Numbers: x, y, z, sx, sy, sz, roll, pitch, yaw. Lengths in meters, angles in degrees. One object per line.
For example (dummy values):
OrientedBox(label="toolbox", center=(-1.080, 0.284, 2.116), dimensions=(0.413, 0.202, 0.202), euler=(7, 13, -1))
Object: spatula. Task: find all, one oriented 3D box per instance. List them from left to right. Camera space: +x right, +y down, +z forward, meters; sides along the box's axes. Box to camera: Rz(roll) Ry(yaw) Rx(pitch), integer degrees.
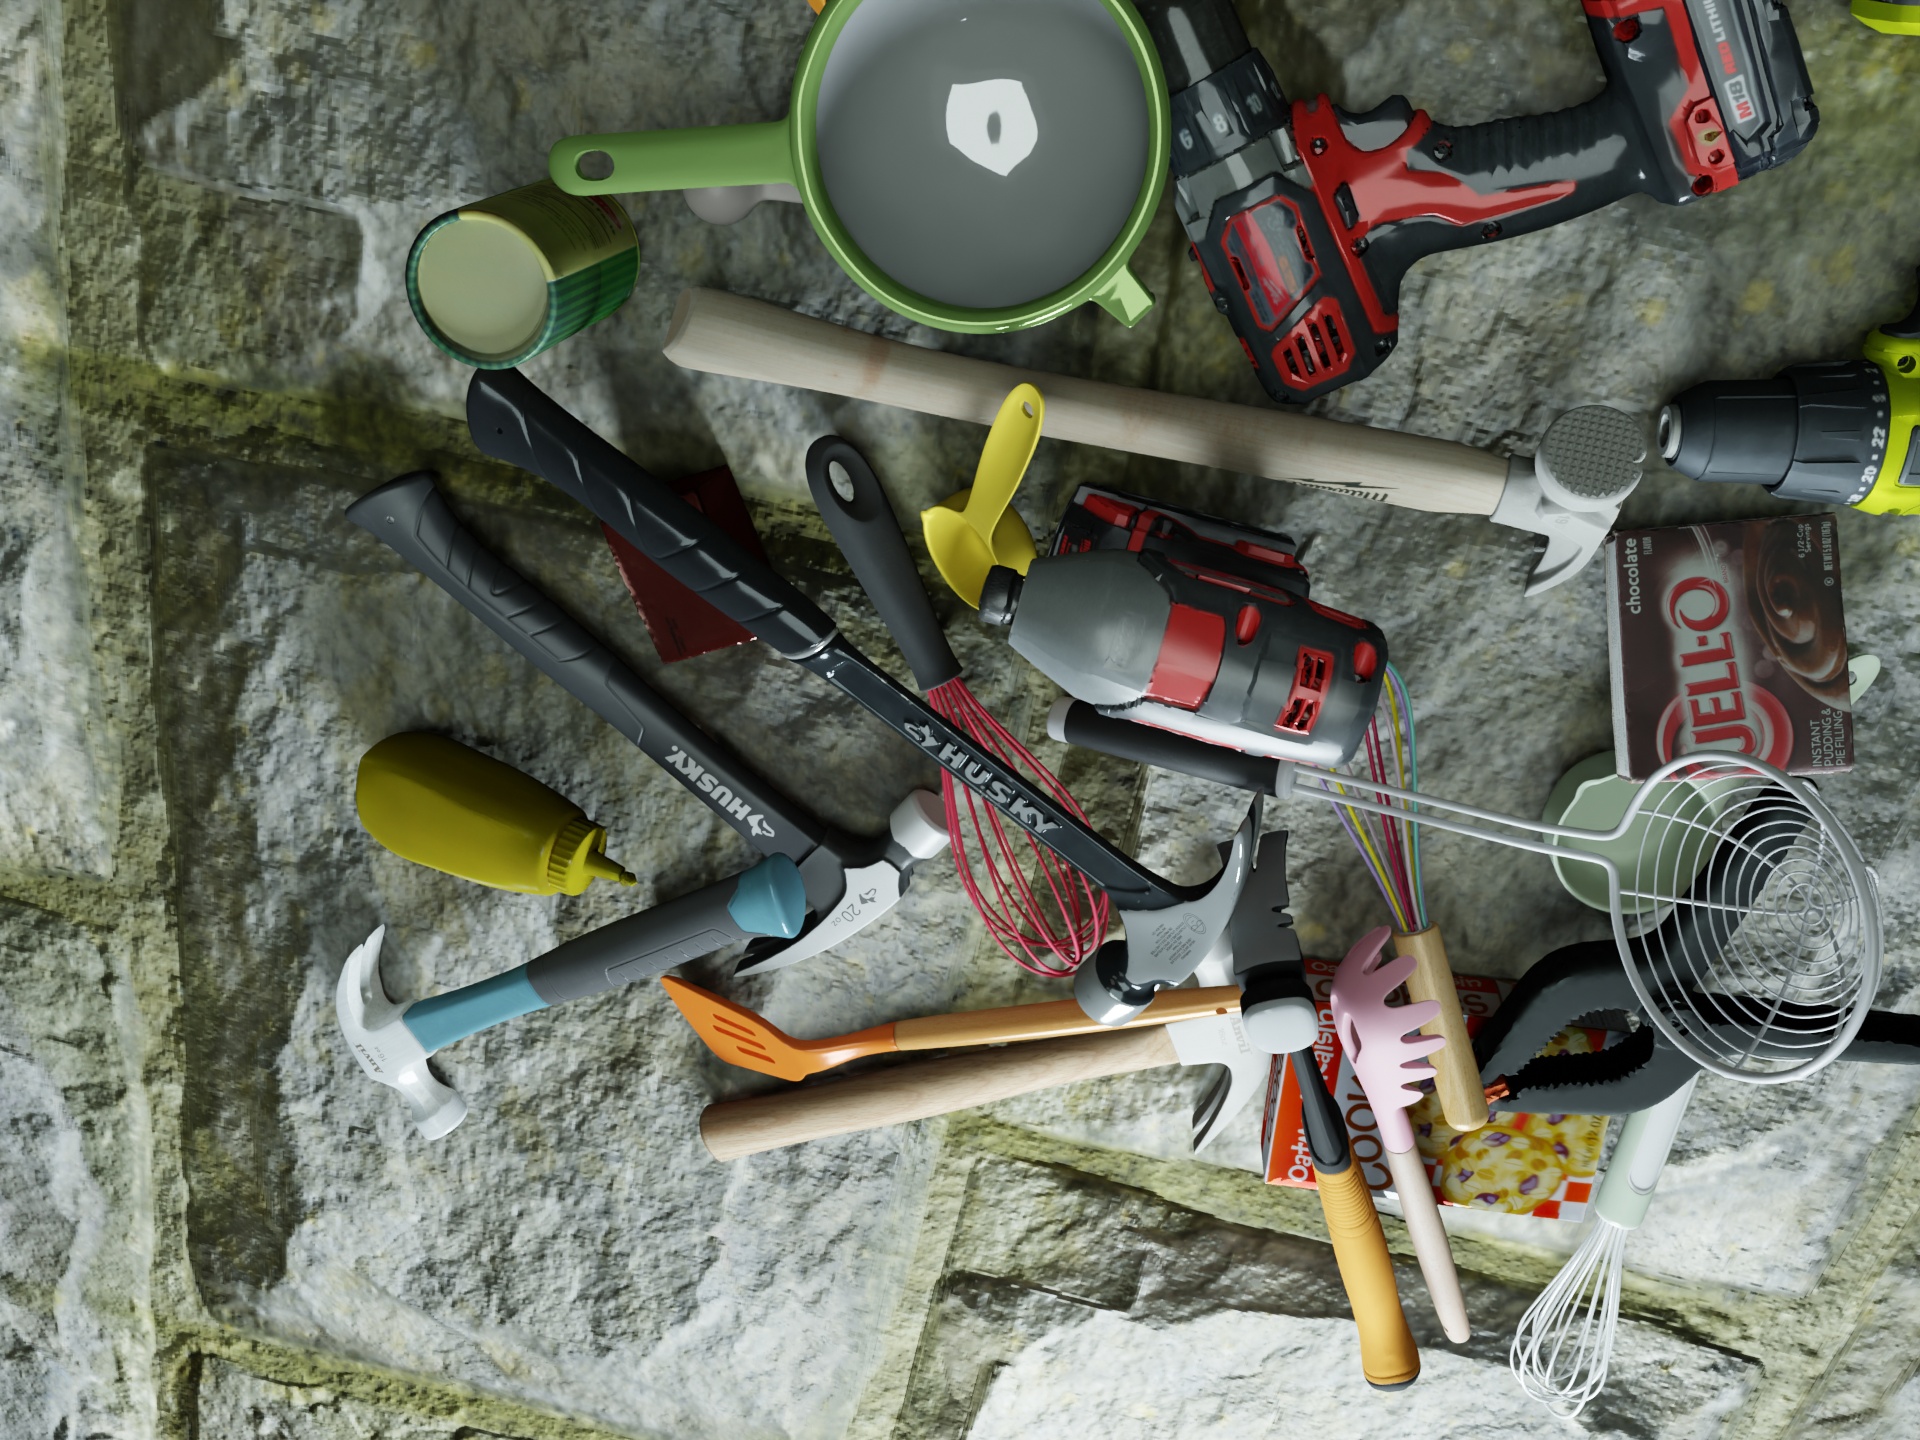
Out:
OrientedBox(label="spatula", center=(-0.008, 0.154, 0.829), dimensions=(0.322, 0.041, 0.080), euler=(-10, 131, 19))

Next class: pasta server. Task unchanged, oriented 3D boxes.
OrientedBox(label="pasta server", center=(0.230, 0.221, 0.791), dimensions=(0.040, 0.060, 0.315), euler=(-26, 126, -1))

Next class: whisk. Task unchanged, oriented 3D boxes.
OrientedBox(label="whisk", center=(-0.001, -0.002, 0.772), dimensions=(0.073, 0.073, 0.295), euler=(-22, 103, 18))
OrientedBox(label="whisk", center=(0.213, 0.076, 0.752), dimensions=(0.051, 0.047, 0.245), euler=(-14, 96, 30))
OrientedBox(label="whisk", center=(0.349, 0.270, 0.849), dimensions=(0.057, 0.059, 0.246), euler=(6, 112, -8))

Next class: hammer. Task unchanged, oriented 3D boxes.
OrientedBox(label="hammer", center=(-0.215, 0.139, 0.861), dimensions=(0.331, 0.033, 0.128), euler=(-23, 109, 28))
OrientedBox(label="hammer", center=(-0.171, -0.004, 0.812), dimensions=(0.334, 0.035, 0.146), euler=(41, 114, -10))
OrientedBox(label="hammer", center=(-0.049, -0.025, 0.698), dimensions=(0.409, 0.036, 0.149), euler=(37, 134, 0))
OrientedBox(label="hammer", center=(0.009, 0.200, 0.879), dimensions=(0.331, 0.031, 0.130), euler=(-16, 111, 16))
OrientedBox(label="hammer", center=(0.068, -0.128, 0.690), dimensions=(0.411, 0.146, 0.038), euler=(14, 82, 13))
OrientedBox(label="hammer", center=(0.183, 0.213, 0.786), dimensions=(0.034, 0.127, 0.336), euler=(-13, 122, 13))

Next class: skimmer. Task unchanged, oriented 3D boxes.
OrientedBox(label="skimmer", center=(0.186, 0.045, 0.675), dimensions=(0.363, 0.090, 0.127), euler=(15, 113, 28))

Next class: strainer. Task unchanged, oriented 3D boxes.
OrientedBox(label="strainer", center=(-0.040, -0.238, 0.652), dimensions=(0.256, 0.069, 0.151), euler=(1, 115, 14))

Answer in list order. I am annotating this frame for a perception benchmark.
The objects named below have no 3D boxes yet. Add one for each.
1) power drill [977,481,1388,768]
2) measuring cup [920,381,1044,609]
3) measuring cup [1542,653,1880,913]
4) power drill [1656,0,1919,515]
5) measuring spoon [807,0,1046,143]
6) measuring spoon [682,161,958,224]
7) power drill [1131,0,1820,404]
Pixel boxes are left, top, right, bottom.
OrientedBox(label="power drill", center=(0.082, -0.042, 0.643), dimensions=(0.143, 0.220, 0.078), euler=(15, 102, 1))
OrientedBox(label="measuring cup", center=(0.021, -0.102, 0.693), dimensions=(0.062, 0.029, 0.156), euler=(49, 154, 12))
OrientedBox(label="measuring cup", center=(0.347, 0.021, 0.740), dimensions=(0.167, 0.038, 0.083), euler=(-42, 104, 17))
OrientedBox(label="power drill", center=(0.386, -0.188, 0.613), dimensions=(0.190, 0.080, 0.228), euler=(3, 118, 8))
OrientedBox(label="measuring spoon", center=(-0.015, -0.279, 0.670), dimensions=(0.117, 0.011, 0.021), euler=(30, 116, -5))
OrientedBox(label="measuring spoon", center=(-0.063, -0.234, 0.695), dimensions=(0.124, 0.018, 0.034), euler=(1, 115, 8))
OrientedBox(label="power drill", center=(0.186, -0.248, 0.619), dimensions=(0.226, 0.080, 0.187), euler=(-22, 109, 21))
